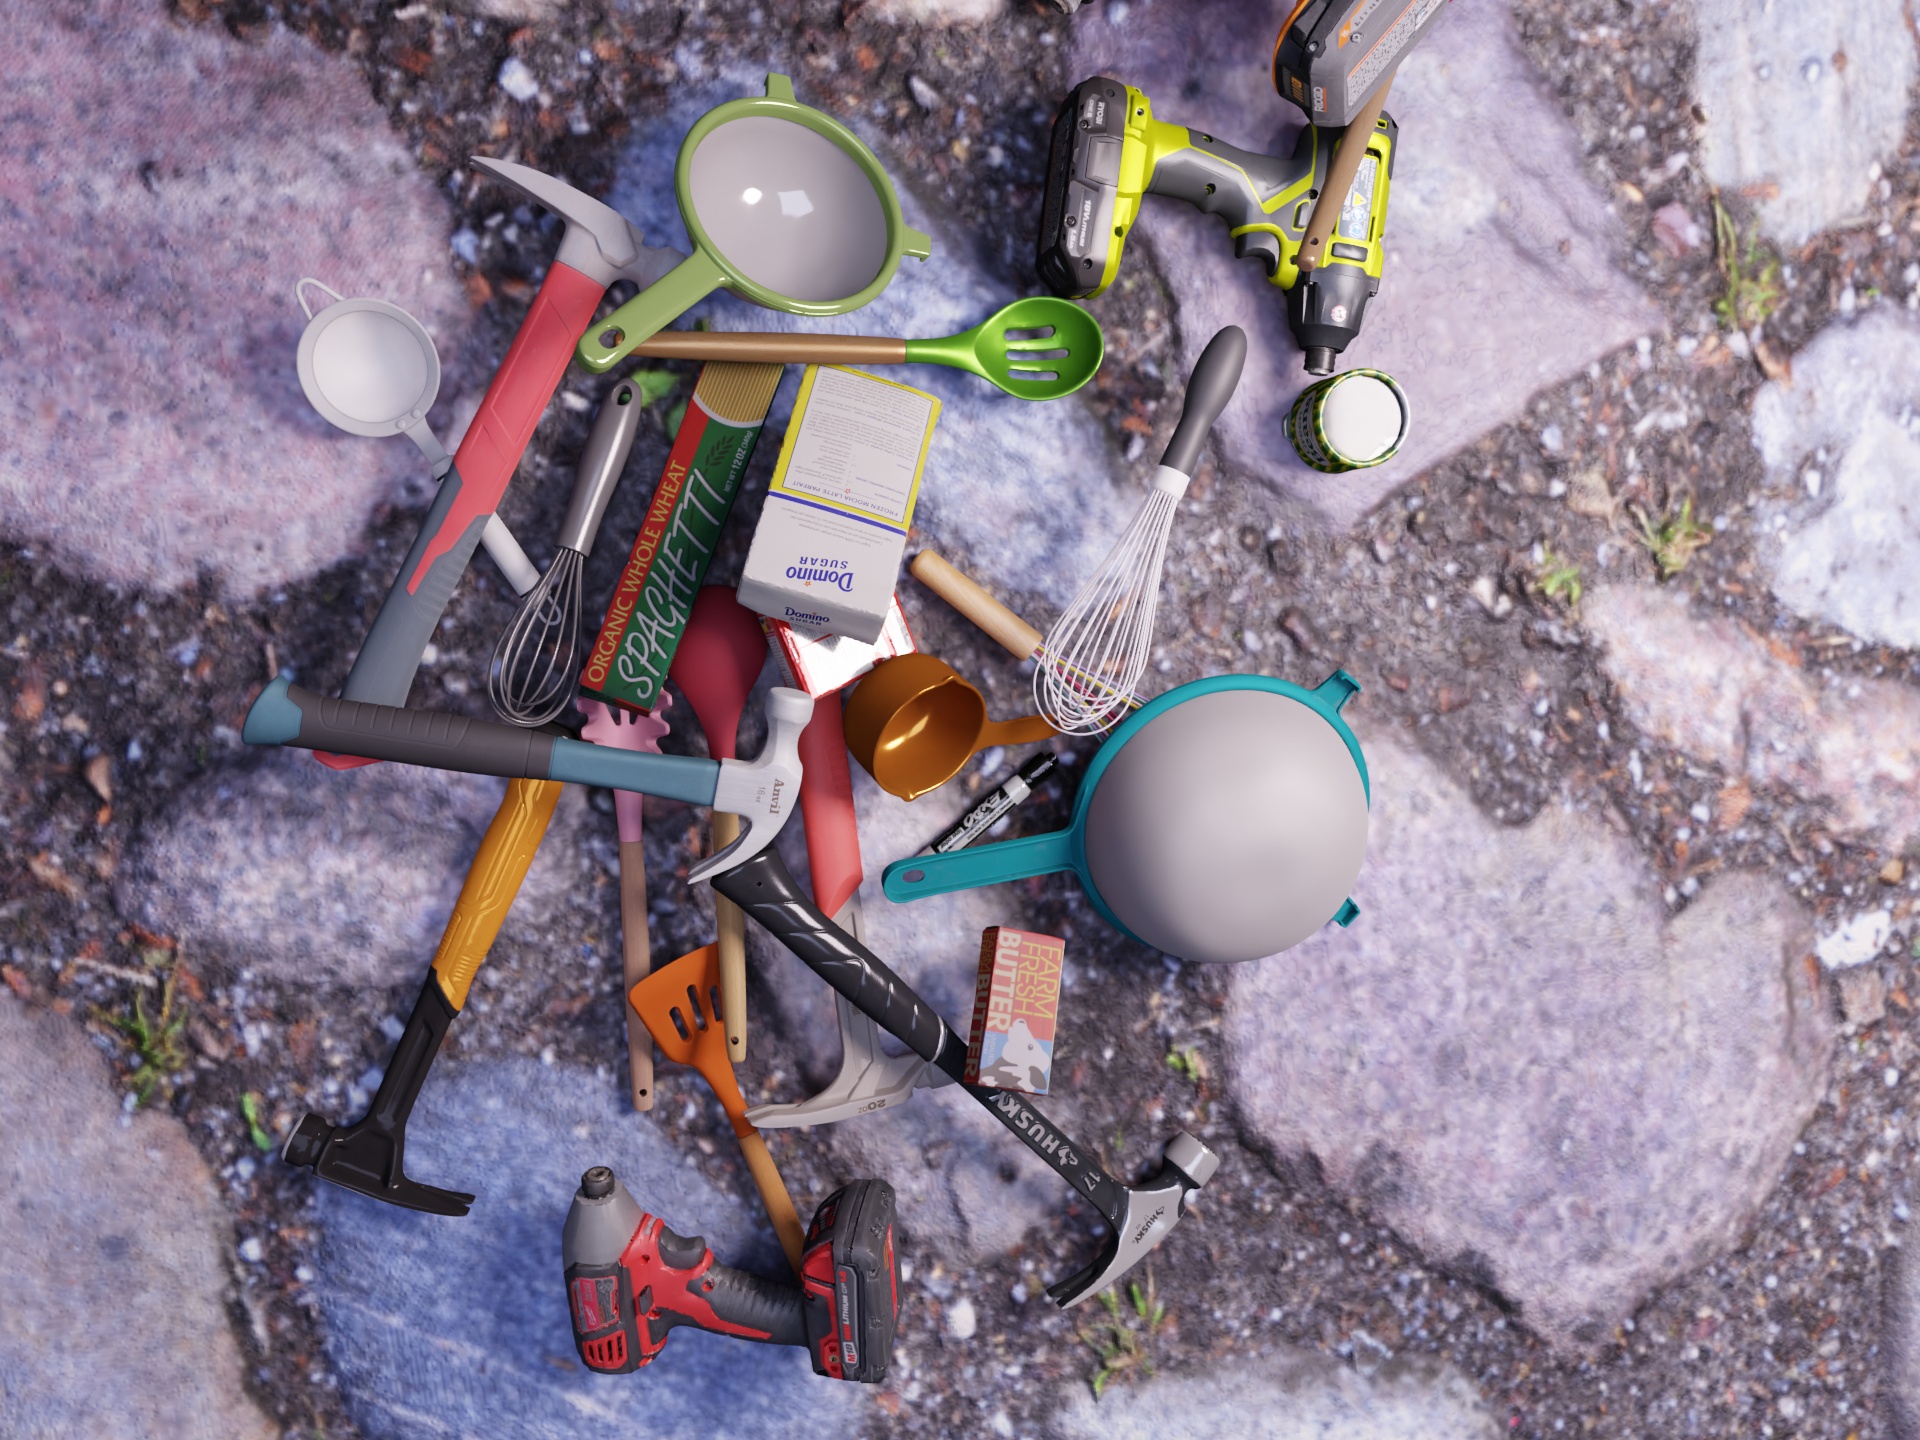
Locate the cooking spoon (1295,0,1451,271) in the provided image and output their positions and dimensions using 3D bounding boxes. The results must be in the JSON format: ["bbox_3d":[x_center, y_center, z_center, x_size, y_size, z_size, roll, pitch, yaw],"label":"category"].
[{"bbox_3d":[0.271,-0.416,1.026,0.069,0.017,0.319,23,71,4],"label":"cooking spoon"}]

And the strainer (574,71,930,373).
[{"bbox_3d":[-0.147,-0.278,0.982,0.151,0.069,0.256,47,61,-7],"label":"strainer"}]

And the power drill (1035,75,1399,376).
[{"bbox_3d":[0.169,-0.326,1.045,0.223,0.080,0.171,7,93,-10],"label":"power drill"}]

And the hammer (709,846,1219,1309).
[{"bbox_3d":[-0.007,0.228,1.058,0.408,0.036,0.149,44,79,-15],"label":"hammer"}]

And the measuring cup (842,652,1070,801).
[{"bbox_3d":[-0.002,-0.003,1.053,0.173,0.052,0.095,-6,126,-42],"label":"measuring cup"}]

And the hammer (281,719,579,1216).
[{"bbox_3d":[-0.324,0.160,1.052,0.127,0.034,0.337,23,92,-7],"label":"hammer"}]

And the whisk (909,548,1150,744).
[{"bbox_3d":[0.064,-0.032,1.078,0.245,0.047,0.051,38,89,-4],"label":"whisk"}]

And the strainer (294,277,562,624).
[{"bbox_3d":[-0.336,-0.168,1.020,0.087,0.050,0.258,-32,103,4],"label":"strainer"}]

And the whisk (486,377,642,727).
[{"bbox_3d":[-0.247,-0.109,1.020,0.055,0.055,0.239,17,81,-8],"label":"whisk"}]

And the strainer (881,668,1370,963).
[{"bbox_3d":[0.121,0.093,1.034,0.340,0.095,0.210,-10,114,-8],"label":"strainer"}]

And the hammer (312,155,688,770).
[{"bbox_3d":[-0.318,-0.152,0.988,0.143,0.038,0.386,27,89,-18],"label":"hammer"}]

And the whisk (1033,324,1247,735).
[{"bbox_3d":[0.121,-0.124,1.025,0.070,0.070,0.284,23,90,-8],"label":"whisk"}]

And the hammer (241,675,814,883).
[{"bbox_3d":[-0.263,0.020,0.972,0.331,0.033,0.128,9,100,-9],"label":"hammer"}]

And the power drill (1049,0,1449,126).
[{"bbox_3d":[0.173,-0.472,0.999,0.227,0.084,0.164,41,90,19],"label":"power drill"}]

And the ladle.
[{"bbox_3d":[-0.156,0.066,1.045,0.069,0.031,0.315,-3,89,-2],"label":"ladle"}]

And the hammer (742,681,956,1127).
[{"bbox_3d":[-0.094,0.086,1.060,0.149,0.037,0.359,-9,94,-20],"label":"hammer"}]

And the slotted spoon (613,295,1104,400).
[{"bbox_3d":[-0.062,-0.239,1.017,0.313,0.031,0.070,-2,86,-14],"label":"slotted spoon"}]

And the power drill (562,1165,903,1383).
[{"bbox_3d":[-0.154,0.360,1.045,0.219,0.078,0.143,-1,108,8],"label":"power drill"}]

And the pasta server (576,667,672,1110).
[{"bbox_3d":[-0.218,0.108,1.058,0.060,0.040,0.316,-3,96,-12],"label":"pasta server"}]

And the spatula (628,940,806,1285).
[{"bbox_3d":[-0.134,0.304,1.082,0.081,0.041,0.322,-26,100,-25],"label":"spatula"}]
